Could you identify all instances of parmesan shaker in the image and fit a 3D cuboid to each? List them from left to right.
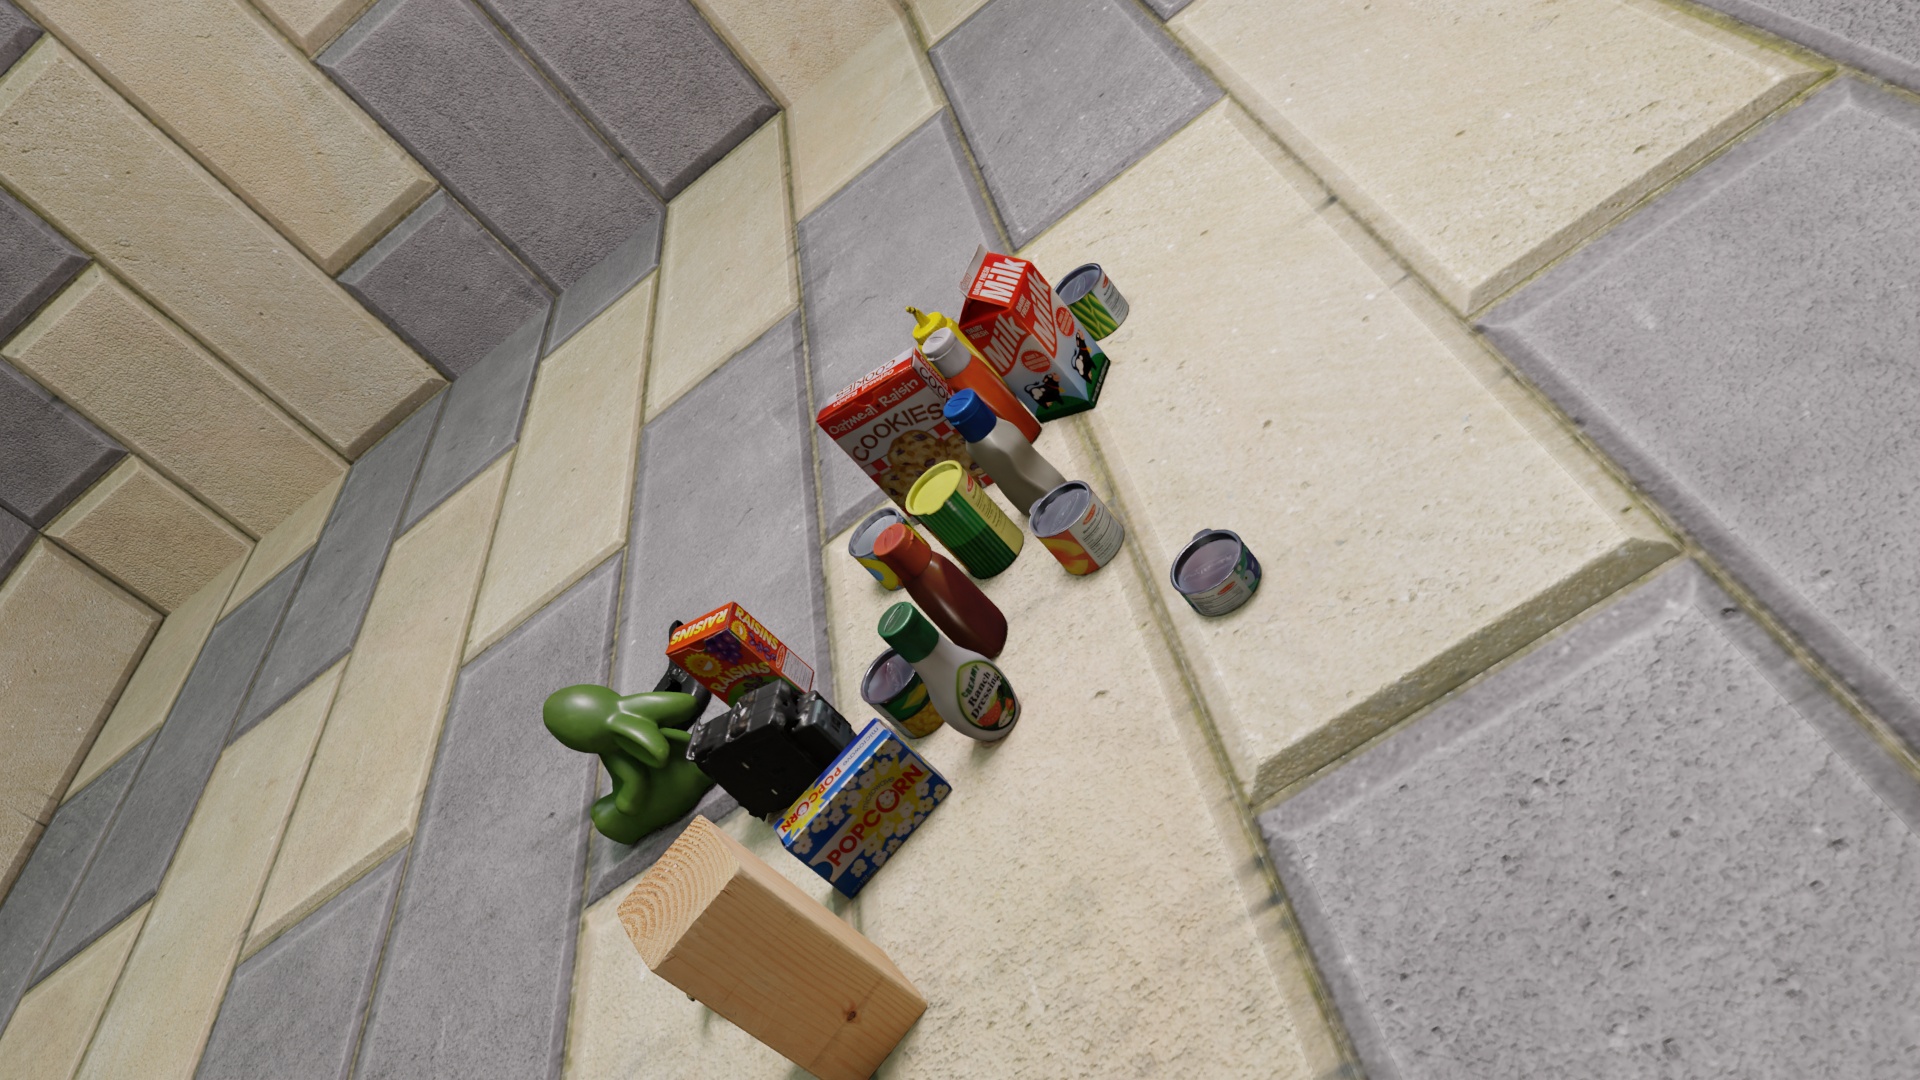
[{"bbox_3d":[0.005,-0.017,1.327,0.071,0.103,0.072,-30,33,22],"label":"parmesan shaker"}]

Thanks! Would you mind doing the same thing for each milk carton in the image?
[{"bbox_3d":[0.065,-0.213,1.412,0.073,0.190,0.073,-14,42,40],"label":"milk carton"}]

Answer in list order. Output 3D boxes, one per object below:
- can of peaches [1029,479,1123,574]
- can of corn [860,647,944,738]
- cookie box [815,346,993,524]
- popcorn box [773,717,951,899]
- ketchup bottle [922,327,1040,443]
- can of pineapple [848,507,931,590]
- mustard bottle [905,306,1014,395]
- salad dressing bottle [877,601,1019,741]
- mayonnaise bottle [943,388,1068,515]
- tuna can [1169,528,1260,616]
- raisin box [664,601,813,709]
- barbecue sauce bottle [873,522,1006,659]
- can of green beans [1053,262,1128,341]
[{"bbox_3d":[0.104,-0.011,1.251,0.071,0.058,0.071,-29,33,22],"label":"can of peaches"},{"bbox_3d":[-0.044,0.133,1.243,0.071,0.058,0.071,-29,33,22],"label":"can of corn"},{"bbox_3d":[-0.047,-0.105,1.432,0.122,0.167,0.040,-28,34,24],"label":"cookie box"},{"bbox_3d":[-0.080,0.221,1.151,0.127,0.085,0.038,-47,31,-6],"label":"popcorn box"},{"bbox_3d":[0.019,-0.156,1.436,0.065,0.148,0.044,12,61,54],"label":"ketchup bottle"},{"bbox_3d":[-0.071,0.009,1.427,0.071,0.057,0.071,-29,33,22],"label":"can of pineapple"},{"bbox_3d":[-0.006,-0.202,1.510,0.065,0.160,0.049,-29,33,22],"label":"mustard bottle"},{"bbox_3d":[-0.010,0.108,1.148,0.044,0.147,0.064,-1,51,49],"label":"salad dressing bottle"},{"bbox_3d":[0.042,-0.083,1.321,0.064,0.147,0.041,-4,49,47],"label":"mayonnaise bottle"},{"bbox_3d":[0.205,0.024,1.116,0.071,0.032,0.071,-29,33,22],"label":"tuna can"},{"bbox_3d":[-0.221,0.124,1.395,0.086,0.123,0.040,-24,36,29],"label":"raisin box"},{"bbox_3d":[-0.018,0.044,1.235,0.043,0.148,0.065,-29,34,23],"label":"barbecue sauce bottle"},{"bbox_3d":[0.141,-0.258,1.510,0.071,0.057,0.071,-29,33,22],"label":"can of green beans"}]
